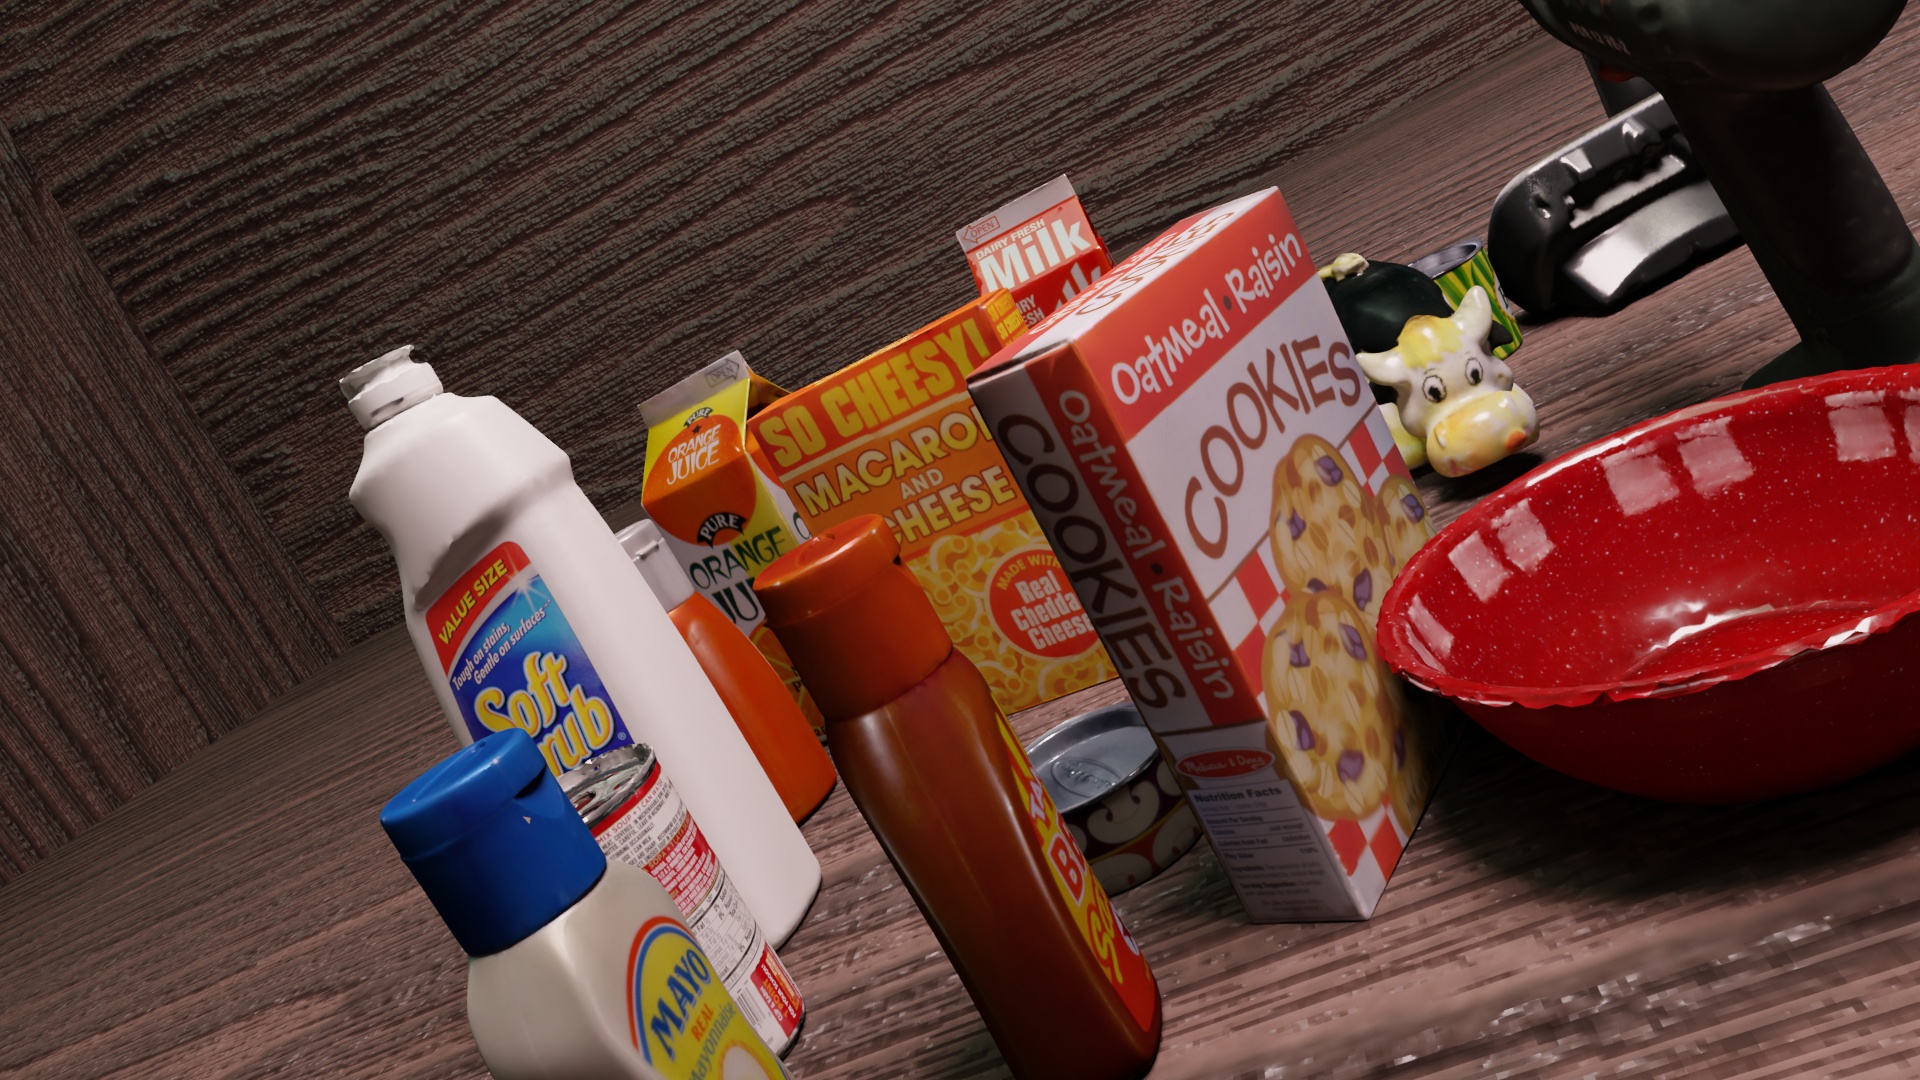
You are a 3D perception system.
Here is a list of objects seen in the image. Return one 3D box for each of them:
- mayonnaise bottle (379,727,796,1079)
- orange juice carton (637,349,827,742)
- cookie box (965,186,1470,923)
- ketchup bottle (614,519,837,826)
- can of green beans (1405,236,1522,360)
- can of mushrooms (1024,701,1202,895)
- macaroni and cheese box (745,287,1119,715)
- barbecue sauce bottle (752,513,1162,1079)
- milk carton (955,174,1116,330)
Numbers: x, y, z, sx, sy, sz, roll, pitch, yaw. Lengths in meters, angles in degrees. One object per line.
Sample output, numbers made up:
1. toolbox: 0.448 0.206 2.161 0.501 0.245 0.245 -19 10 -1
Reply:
1. mayonnaise bottle: -0.078 0.114 0.323 0.041 0.148 0.065 -26 12 15
2. orange juice carton: -0.090 0.003 0.699 0.071 0.192 0.073 -22 13 30
3. cookie box: 0.083 0.000 0.387 0.040 0.167 0.123 -18 16 43
4. ketchup bottle: -0.114 0.062 0.612 0.043 0.148 0.065 -18 16 43
5. can of green beans: 0.259 -0.120 0.747 0.071 0.057 0.071 -27 12 6
6. can of mushrooms: 0.047 0.082 0.448 0.071 0.033 0.071 -27 12 6
7. macaroni and cheese box: 0.002 -0.008 0.599 0.123 0.166 0.040 -23 13 25
8. barbecue sauce bottle: -0.001 0.066 0.348 0.043 0.148 0.065 -28 12 4
9. milk carton: 0.072 -0.104 0.783 0.072 0.190 0.074 -26 12 12
